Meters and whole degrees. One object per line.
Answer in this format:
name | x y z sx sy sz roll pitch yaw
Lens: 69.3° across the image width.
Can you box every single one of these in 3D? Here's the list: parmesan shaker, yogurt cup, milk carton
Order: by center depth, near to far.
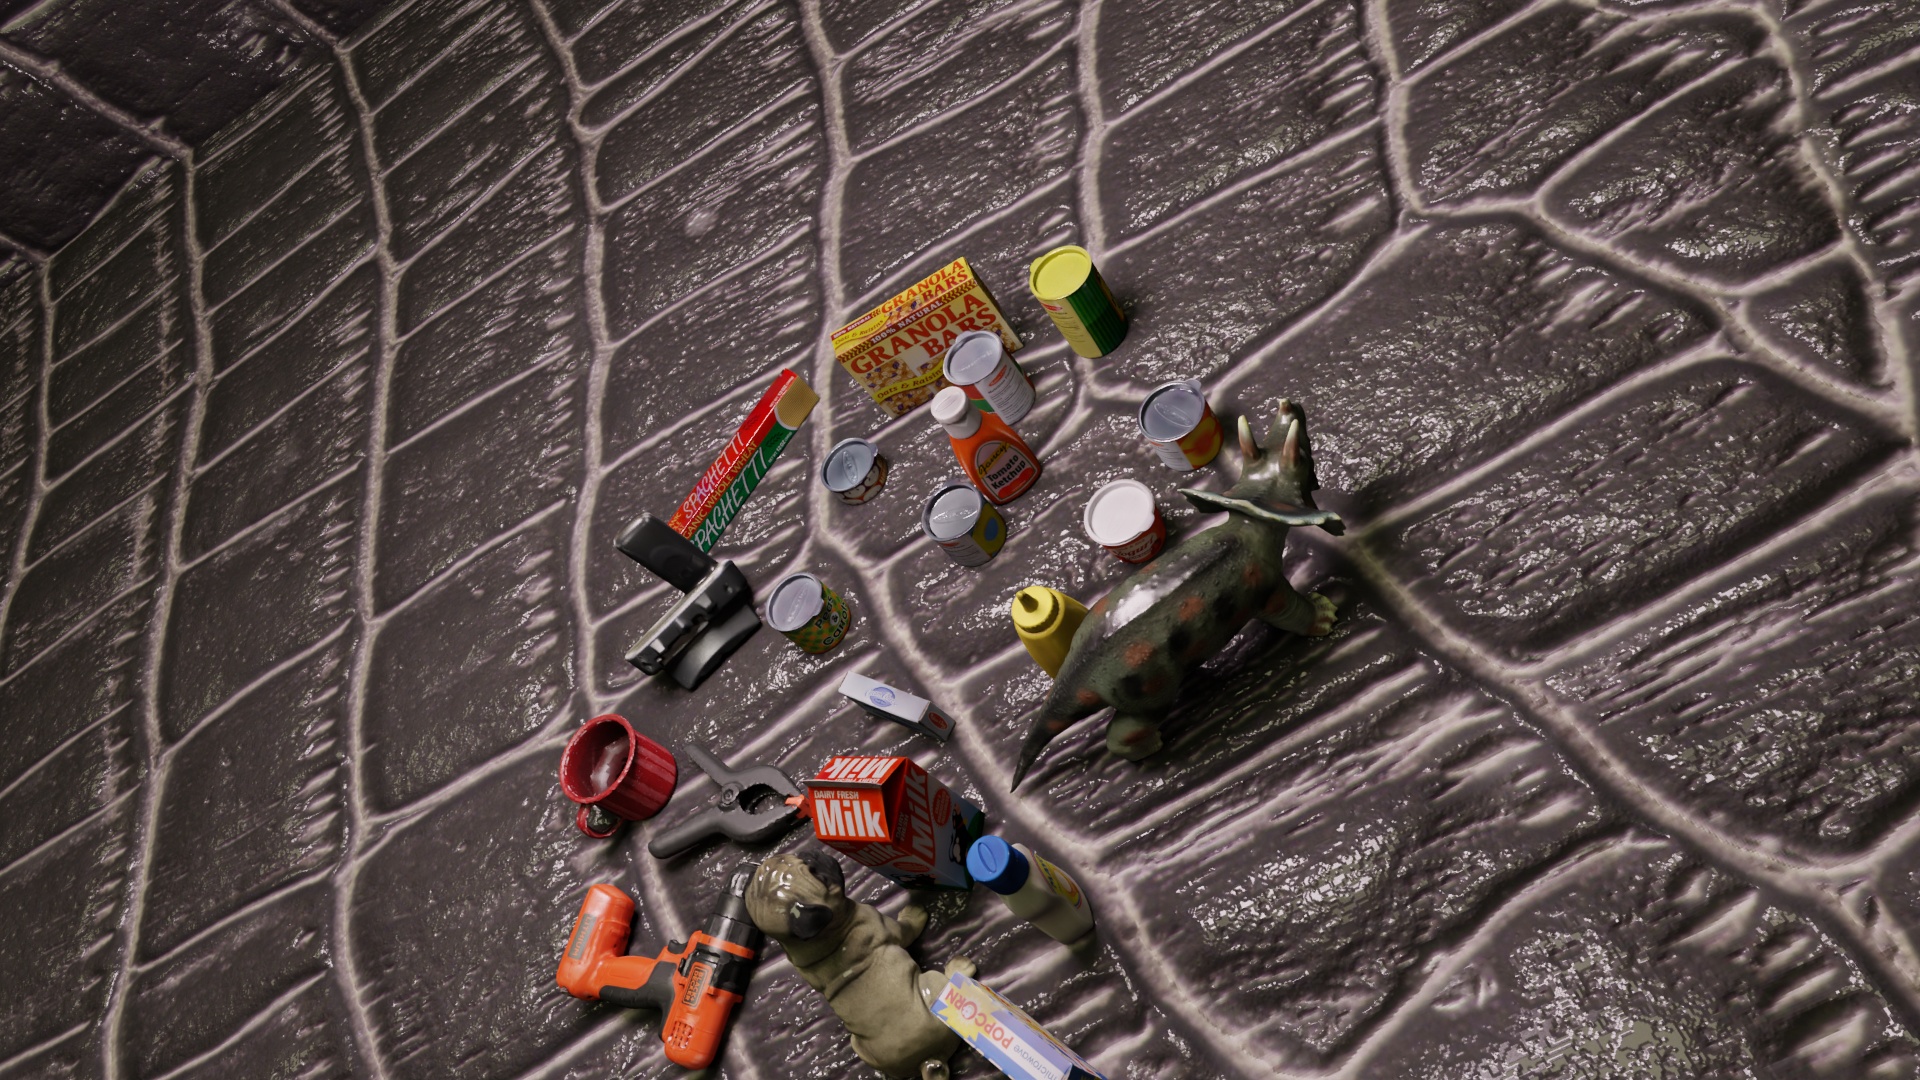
milk carton | -0.056 0.232 1.158 0.072 0.190 0.074 -5 60 28
yogurt cup | 0.154 -0.015 1.275 0.072 0.054 0.073 -15 55 23
parmesan shaker | 0.119 -0.241 1.404 0.071 0.103 0.071 -15 55 23

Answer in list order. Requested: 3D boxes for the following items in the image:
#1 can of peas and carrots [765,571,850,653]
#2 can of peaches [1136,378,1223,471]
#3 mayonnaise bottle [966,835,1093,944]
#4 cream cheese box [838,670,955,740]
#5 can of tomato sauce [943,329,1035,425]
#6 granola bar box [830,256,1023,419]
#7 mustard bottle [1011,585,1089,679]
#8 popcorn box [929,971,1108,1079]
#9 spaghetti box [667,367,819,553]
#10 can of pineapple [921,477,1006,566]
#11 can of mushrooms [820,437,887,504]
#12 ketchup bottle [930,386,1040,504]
can of peas and carrots | -0.151 0.074 1.399 0.071 0.058 0.071 -15 55 23
can of peaches | 0.208 -0.108 1.299 0.071 0.058 0.071 -15 55 23
mayonnaise bottle | 0.054 0.272 1.095 0.041 0.147 0.065 -37 50 6
cream cheese box | -0.060 0.155 1.298 0.104 0.053 0.024 16 71 37
can of tomato sauce | 0.030 -0.166 1.424 0.071 0.083 0.071 -15 55 23
granola bar box | -0.035 -0.211 1.463 0.165 0.124 0.039 -28 51 13
mustard bottle | 0.082 0.076 1.193 0.049 0.160 0.065 9 68 35
popcorn box | 0.047 0.390 1.068 0.127 0.085 0.038 27 78 39
spaghetti box | -0.249 -0.079 1.557 0.029 0.050 0.250 27 78 39
can of pineapple | 0.005 -0.017 1.363 0.071 0.057 0.071 -15 55 23
can of mushrooms | -0.111 -0.074 1.483 0.071 0.033 0.071 -15 55 23
ketchup bottle | 0.021 -0.094 1.342 0.064 0.148 0.044 -39 50 5
